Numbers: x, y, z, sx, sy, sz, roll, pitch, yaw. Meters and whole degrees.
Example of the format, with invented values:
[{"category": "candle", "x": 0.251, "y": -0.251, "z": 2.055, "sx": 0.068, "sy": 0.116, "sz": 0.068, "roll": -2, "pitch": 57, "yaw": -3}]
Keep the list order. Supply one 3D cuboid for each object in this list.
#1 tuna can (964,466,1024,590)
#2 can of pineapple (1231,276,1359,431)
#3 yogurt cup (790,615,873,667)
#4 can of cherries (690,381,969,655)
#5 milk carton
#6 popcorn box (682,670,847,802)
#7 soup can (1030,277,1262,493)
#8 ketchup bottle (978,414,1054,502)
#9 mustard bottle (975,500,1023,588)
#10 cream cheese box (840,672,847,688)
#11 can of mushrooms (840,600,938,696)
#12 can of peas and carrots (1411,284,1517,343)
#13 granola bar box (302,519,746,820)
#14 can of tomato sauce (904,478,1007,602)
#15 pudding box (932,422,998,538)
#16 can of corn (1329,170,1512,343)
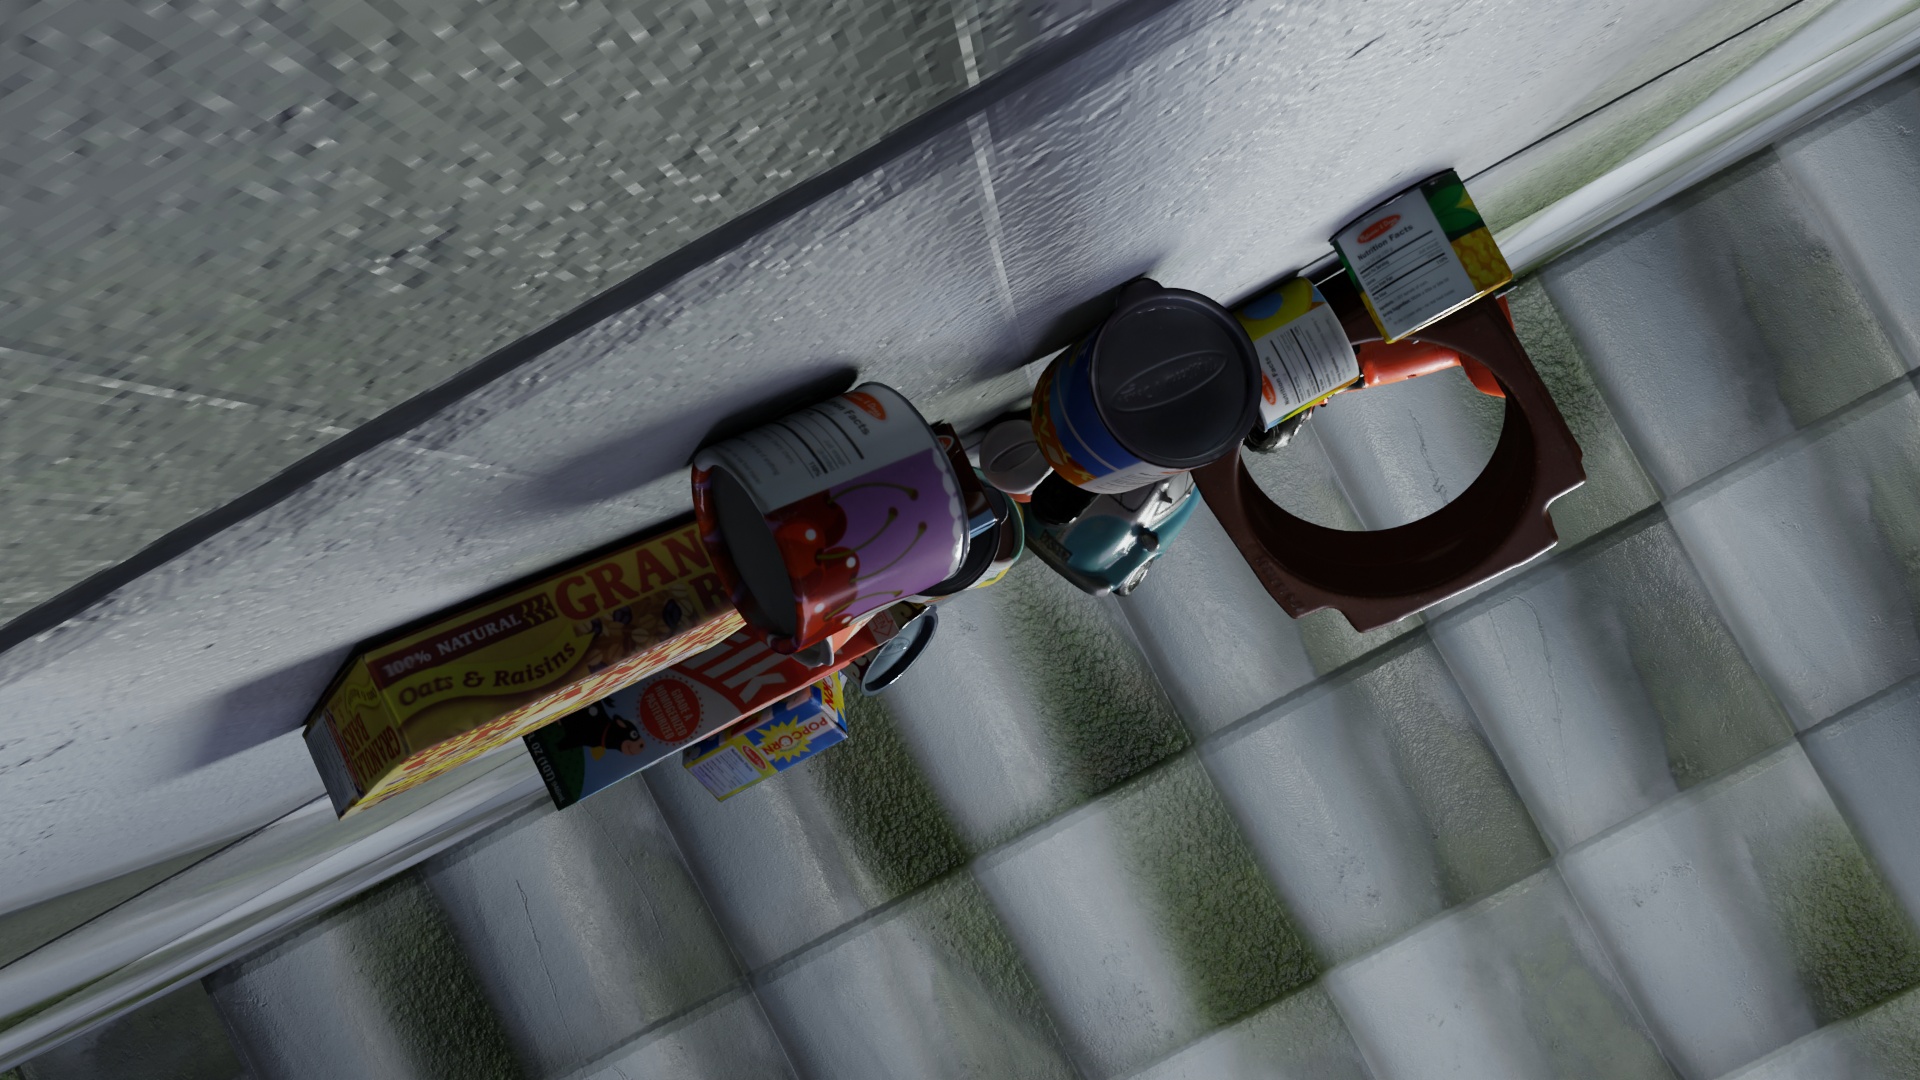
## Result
[{"category": "tuna can", "x": 0.003, "y": -0.010, "z": 0.797, "sx": 0.032, "sy": 0.071, "sz": 0.071, "roll": -32, "pitch": 175, "yaw": 39}, {"category": "can of pineapple", "x": 0.174, "y": -0.102, "z": 0.753, "sx": 0.058, "sy": 0.071, "sz": 0.071, "roll": -28, "pitch": 177, "yaw": 6}, {"category": "yogurt cup", "x": -0.064, "y": 0.016, "z": 0.640, "sx": 0.054, "sy": 0.072, "sz": 0.072, "roll": -35, "pitch": -179, "yaw": -27}, {"category": "can of cherries", "x": -0.039, "y": -0.005, "z": 0.415, "sx": 0.058, "sy": 0.071, "sz": 0.071, "roll": -26, "pitch": 176, "yaw": -28}, {"category": "milk carton", "x": -0.127, "y": 0.060, "z": 0.707, "sx": 0.190, "sy": 0.072, "sz": 0.073, "roll": -29, "pitch": 176, "yaw": 12}, {"category": "popcorn box", "x": -0.114, "y": 0.076, "z": 0.796, "sx": 0.085, "sy": 0.038, "sz": 0.127, "roll": -28, "pitch": -143, "yaw": 11}, {"category": "soup can", "x": 0.068, "y": -0.057, "z": 0.538, "sx": 0.071, "sy": 0.071, "sz": 0.083, "roll": -27, "pitch": -179, "yaw": -14}, {"category": "ketchup bottle", "x": 0.045, "y": -0.045, "z": 0.749, "sx": 0.064, "sy": 0.043, "sz": 0.149, "roll": -29, "pitch": 177, "yaw": 14}, {"category": "mustard bottle", "x": -0.013, "y": 0.002, "z": 0.851, "sx": 0.049, "sy": 0.065, "sz": 0.161, "roll": 17, "pitch": -165, "yaw": 24}, {"category": "cream cheese box", "x": -0.092, "y": 0.062, "z": 0.889, "sx": 0.024, "sy": 0.053, "sz": 0.103, "roll": -26, "pitch": 150, "yaw": -43}, {"category": "can of mushrooms", "x": -0.046, "y": 0.057, "z": 0.846, "sx": 0.071, "sy": 0.033, "sz": 0.070, "roll": -42, "pitch": 158, "yaw": -21}, {"category": "can of peas and carrots", "x": 0.306, "y": -0.168, "z": 0.882, "sx": 0.071, "sy": 0.059, "sz": 0.071, "roll": -29, "pitch": 177, "yaw": -2}, {"category": "granola bar box", "x": -0.147, "y": 0.040, "z": 0.517, "sx": 0.166, "sy": 0.039, "sz": 0.123, "roll": -25, "pitch": 177, "yaw": -38}, {"category": "can of tomato sauce", "x": -0.016, "y": -0.004, "z": 0.707, "sx": 0.071, "sy": 0.071, "sz": 0.083, "roll": -28, "pitch": 178, "yaw": -7}, {"category": "pudding box", "x": -0.032, "y": -0.010, "z": 0.597, "sx": 0.084, "sy": 0.049, "sz": 0.030, "roll": -27, "pitch": 178, "yaw": -17}, {"category": "can of corn", "x": 0.223, "y": -0.136, "z": 0.671, "sx": 0.071, "sy": 0.058, "sz": 0.071, "roll": -28, "pitch": 177, "yaw": -2}]
